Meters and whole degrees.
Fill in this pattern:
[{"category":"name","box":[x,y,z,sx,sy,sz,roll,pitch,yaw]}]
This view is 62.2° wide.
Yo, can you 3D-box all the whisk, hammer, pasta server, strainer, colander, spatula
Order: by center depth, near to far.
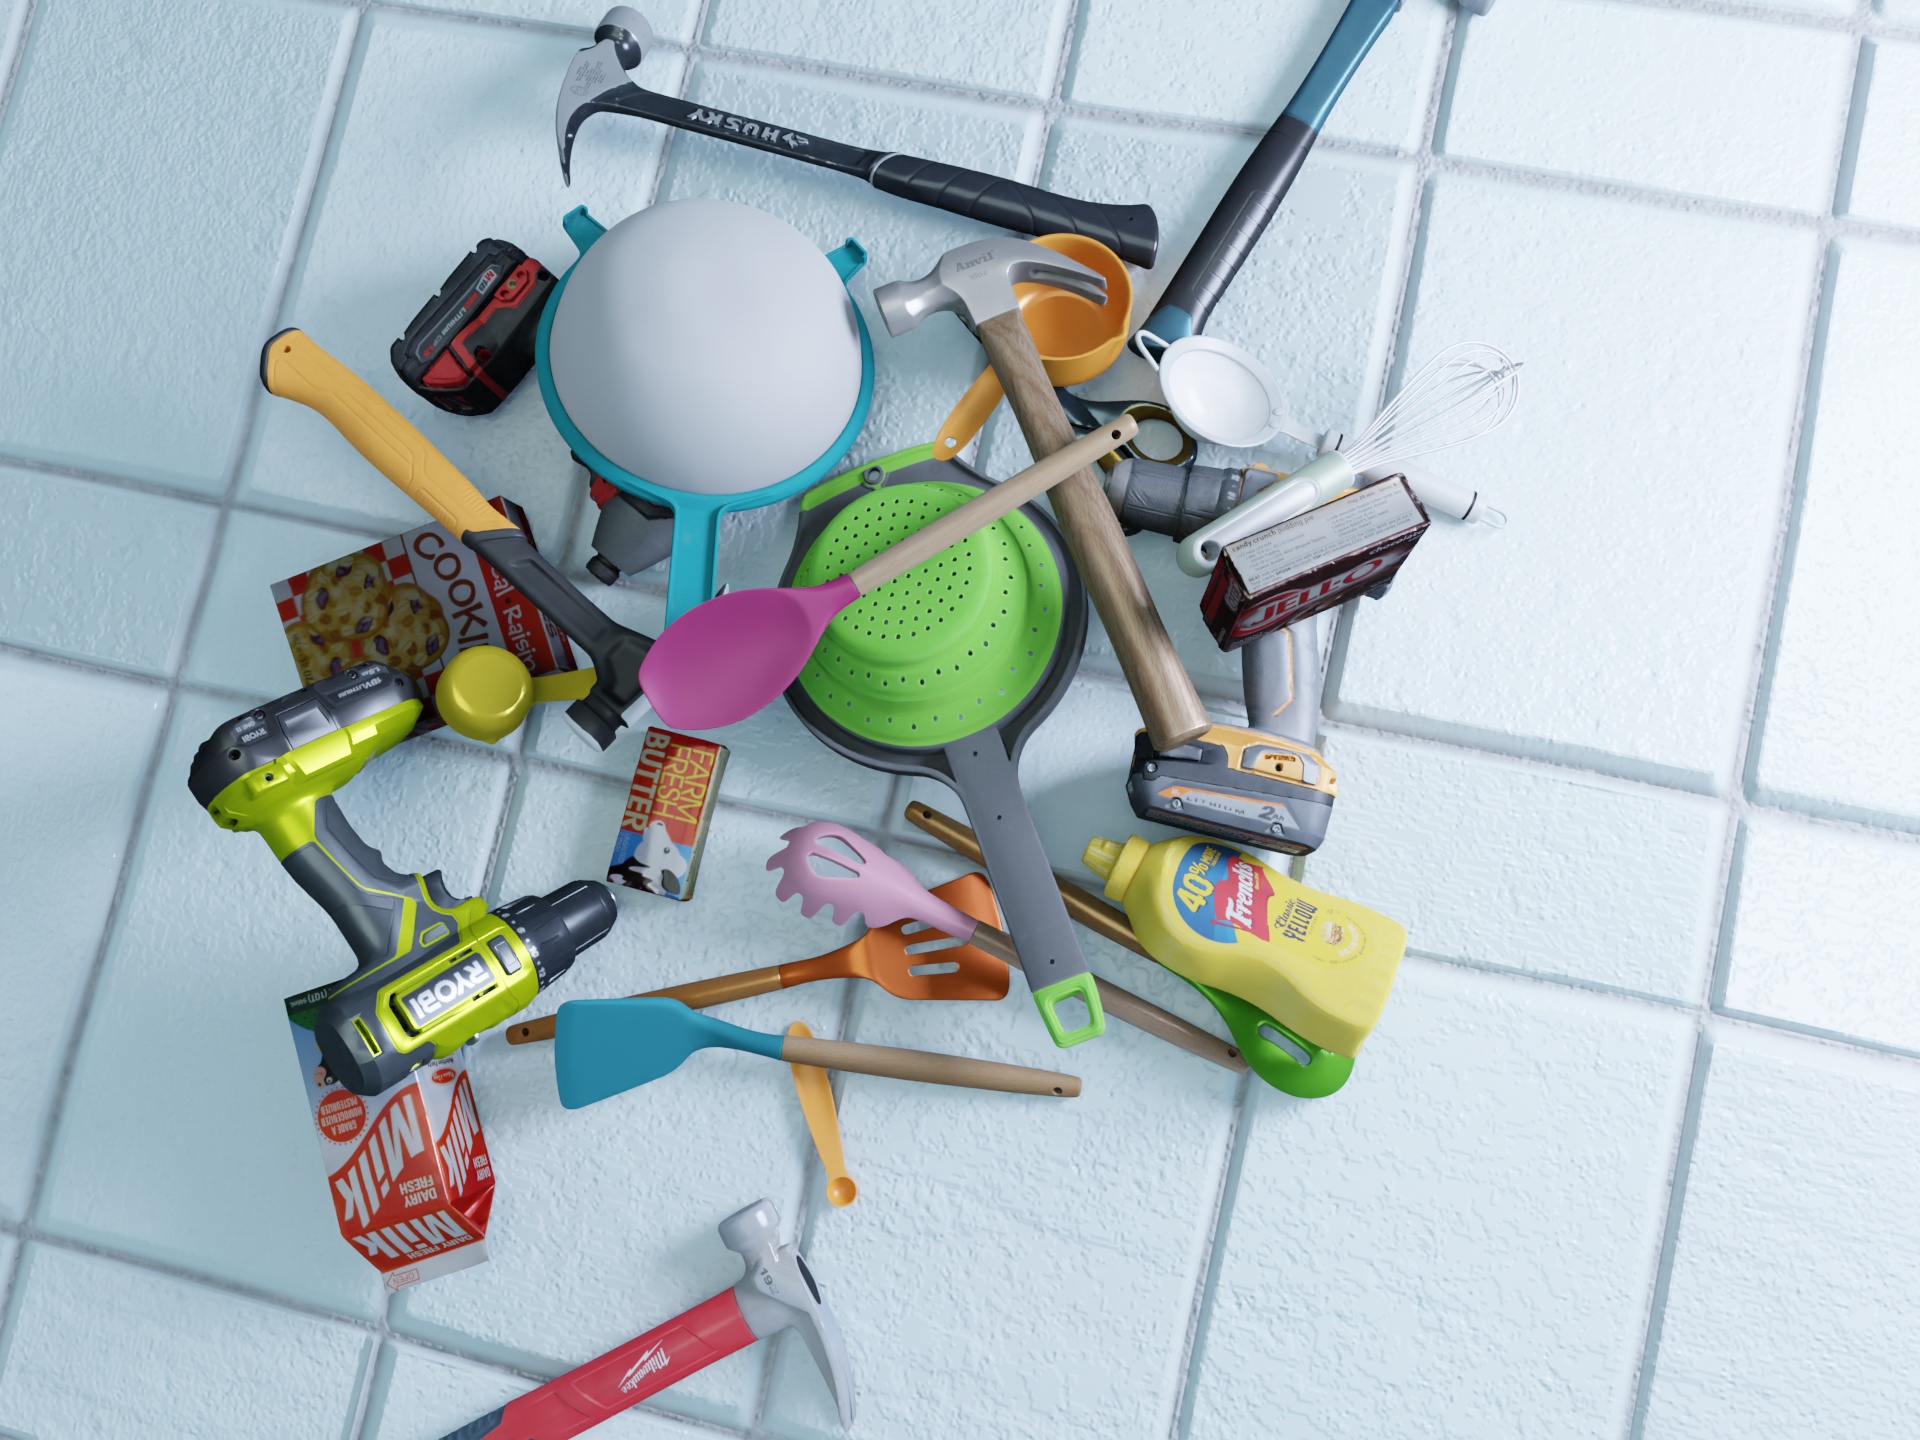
[{"category":"whisk","box":[0.229,-0.151,0.930,0.246,0.059,0.058,-32,98,-10]},{"category":"hammer","box":[0.068,-0.138,0.931,0.130,0.031,0.331,-23,77,1]},{"category":"colander","box":[-0.001,-0.003,0.936,0.204,0.094,0.397,-22,71,4]},{"category":"strainer","box":[-0.152,-0.180,0.942,0.211,0.095,0.341,4,69,-9]},{"category":"pasta server","box":[0.030,0.142,0.965,0.316,0.040,0.060,26,64,-1]},{"category":"spatula","box":[-0.085,0.211,0.969,0.317,0.044,0.082,6,116,2]},{"category":"hammer","box":[-0.254,0.443,0.970,0.386,0.038,0.143,-28,82,2]},{"category":"hammer","box":[-0.299,-0.133,0.981,0.337,0.034,0.127,41,76,8]},{"category":"strainer","box":[0.220,-0.172,0.988,0.258,0.050,0.087,24,56,1]},{"category":"spatula","box":[-0.132,0.166,1.000,0.322,0.041,0.081,-13,80,9]},{"category":"hammer","box":[0.211,-0.369,1.021,0.128,0.033,0.331,32,87,9]},{"category":"hammer","box":[-0.068,-0.361,1.035,0.409,0.036,0.149,17,59,5]}]

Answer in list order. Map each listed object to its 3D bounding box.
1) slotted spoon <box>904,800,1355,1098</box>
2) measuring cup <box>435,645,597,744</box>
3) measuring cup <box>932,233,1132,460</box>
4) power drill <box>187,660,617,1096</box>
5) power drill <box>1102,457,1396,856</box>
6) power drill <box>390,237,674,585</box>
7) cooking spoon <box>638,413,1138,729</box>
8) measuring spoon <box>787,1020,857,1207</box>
[{"category":"slotted spoon","box":[0.100,0.131,0.972,0.314,0.031,0.070,29,64,12]},{"category":"measuring cup","box":[-0.246,-0.025,0.995,0.156,0.029,0.062,-9,77,-26]},{"category":"measuring cup","box":[0.039,-0.221,0.996,0.095,0.052,0.173,35,82,12]},{"category":"power drill","box":[-0.332,0.085,0.960,0.190,0.080,0.228,-32,88,-40]},{"category":"power drill","box":[0.158,-0.048,0.960,0.185,0.084,0.226,14,81,4]},{"category":"power drill","box":[-0.251,-0.196,1.034,0.220,0.078,0.143,39,88,7]},{"category":"cooking spoon","box":[-0.038,-0.090,0.905,0.319,0.017,0.068,-30,97,-1]},{"category":"measuring spoon","box":[-0.087,0.245,0.991,0.021,0.011,0.117,-17,78,0]}]
